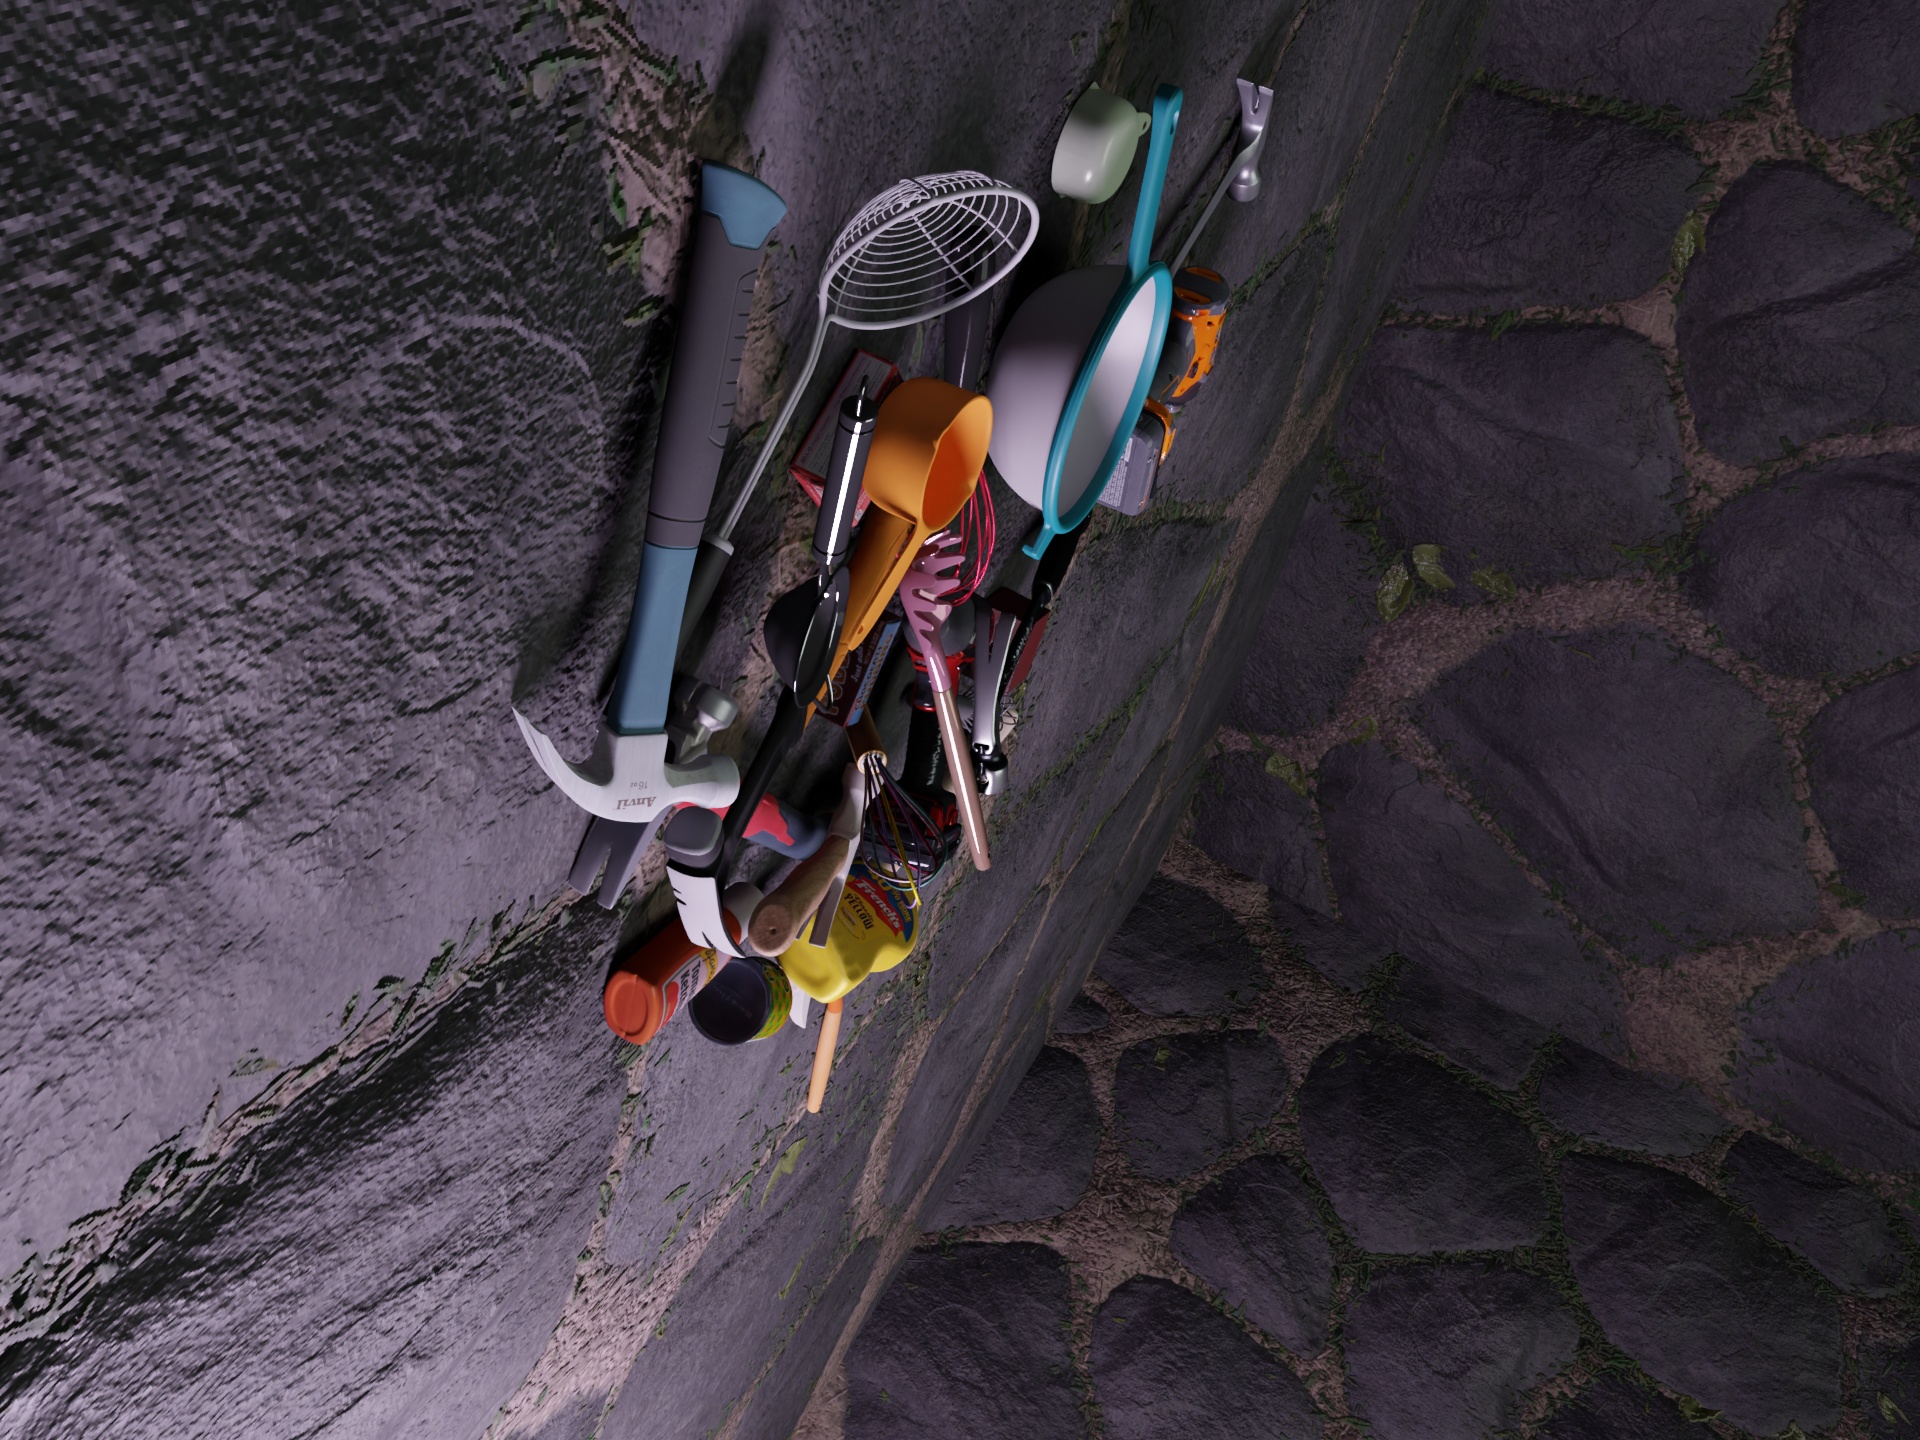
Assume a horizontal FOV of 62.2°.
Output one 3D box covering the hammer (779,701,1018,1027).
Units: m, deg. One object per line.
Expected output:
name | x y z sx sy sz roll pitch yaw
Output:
hammer | -0.052 0.116 1.516 0.411 0.038 0.146 -50 162 -43

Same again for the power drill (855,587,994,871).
power drill | -0.028 0.001 1.261 0.143 0.078 0.219 -12 114 -78

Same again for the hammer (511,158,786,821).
hammer | -0.137 -0.101 0.777 0.128 0.033 0.331 -4 117 -43

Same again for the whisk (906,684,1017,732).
whisk | -0.001 -0.015 1.459 0.055 0.055 0.239 -65 161 6

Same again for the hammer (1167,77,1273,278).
hammer | 0.183 -0.397 1.412 0.406 0.035 0.144 -59 165 -22

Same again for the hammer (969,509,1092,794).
hammer | 0.066 -0.108 1.373 0.409 0.036 0.149 -65 161 -55

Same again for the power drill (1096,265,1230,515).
power drill | 0.184 -0.304 1.519 0.227 0.084 0.164 -59 166 -30

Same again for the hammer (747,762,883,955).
hammer | -0.098 0.107 1.046 0.331 0.031 0.130 -55 163 -85

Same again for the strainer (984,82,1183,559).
strainer | 0.083 -0.299 1.147 0.211 0.095 0.340 -53 161 -43

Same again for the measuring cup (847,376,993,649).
measuring cup | -0.043 -0.128 0.964 0.173 0.052 0.095 -61 164 -4

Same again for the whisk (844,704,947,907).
whisk | -0.056 0.038 1.092 0.051 0.245 0.047 -43 125 14

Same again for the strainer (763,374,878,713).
strainer | -0.074 -0.090 0.861 0.258 0.050 0.087 110 2 -52

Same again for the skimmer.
skimmer | -0.079 -0.138 0.865 0.363 0.090 0.127 -62 168 -3

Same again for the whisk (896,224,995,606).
whisk | -0.003 -0.200 1.096 0.073 0.073 0.295 -49 155 -43

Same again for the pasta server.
pasta server | -0.002 -0.004 1.177 0.060 0.040 0.315 -63 150 -44

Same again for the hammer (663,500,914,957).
hammer | -0.097 -0.015 1.003 0.127 0.034 0.337 89 19 -51

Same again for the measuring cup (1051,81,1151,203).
measuring cup | 0.119 -0.422 1.159 0.167 0.038 0.083 -41 153 -52

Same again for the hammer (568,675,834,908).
hammer | -0.151 0.079 1.103 0.143 0.038 0.386 -60 165 -6

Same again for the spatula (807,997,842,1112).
spatula | -0.122 0.307 1.600 0.081 0.041 0.322 -50 162 -44
